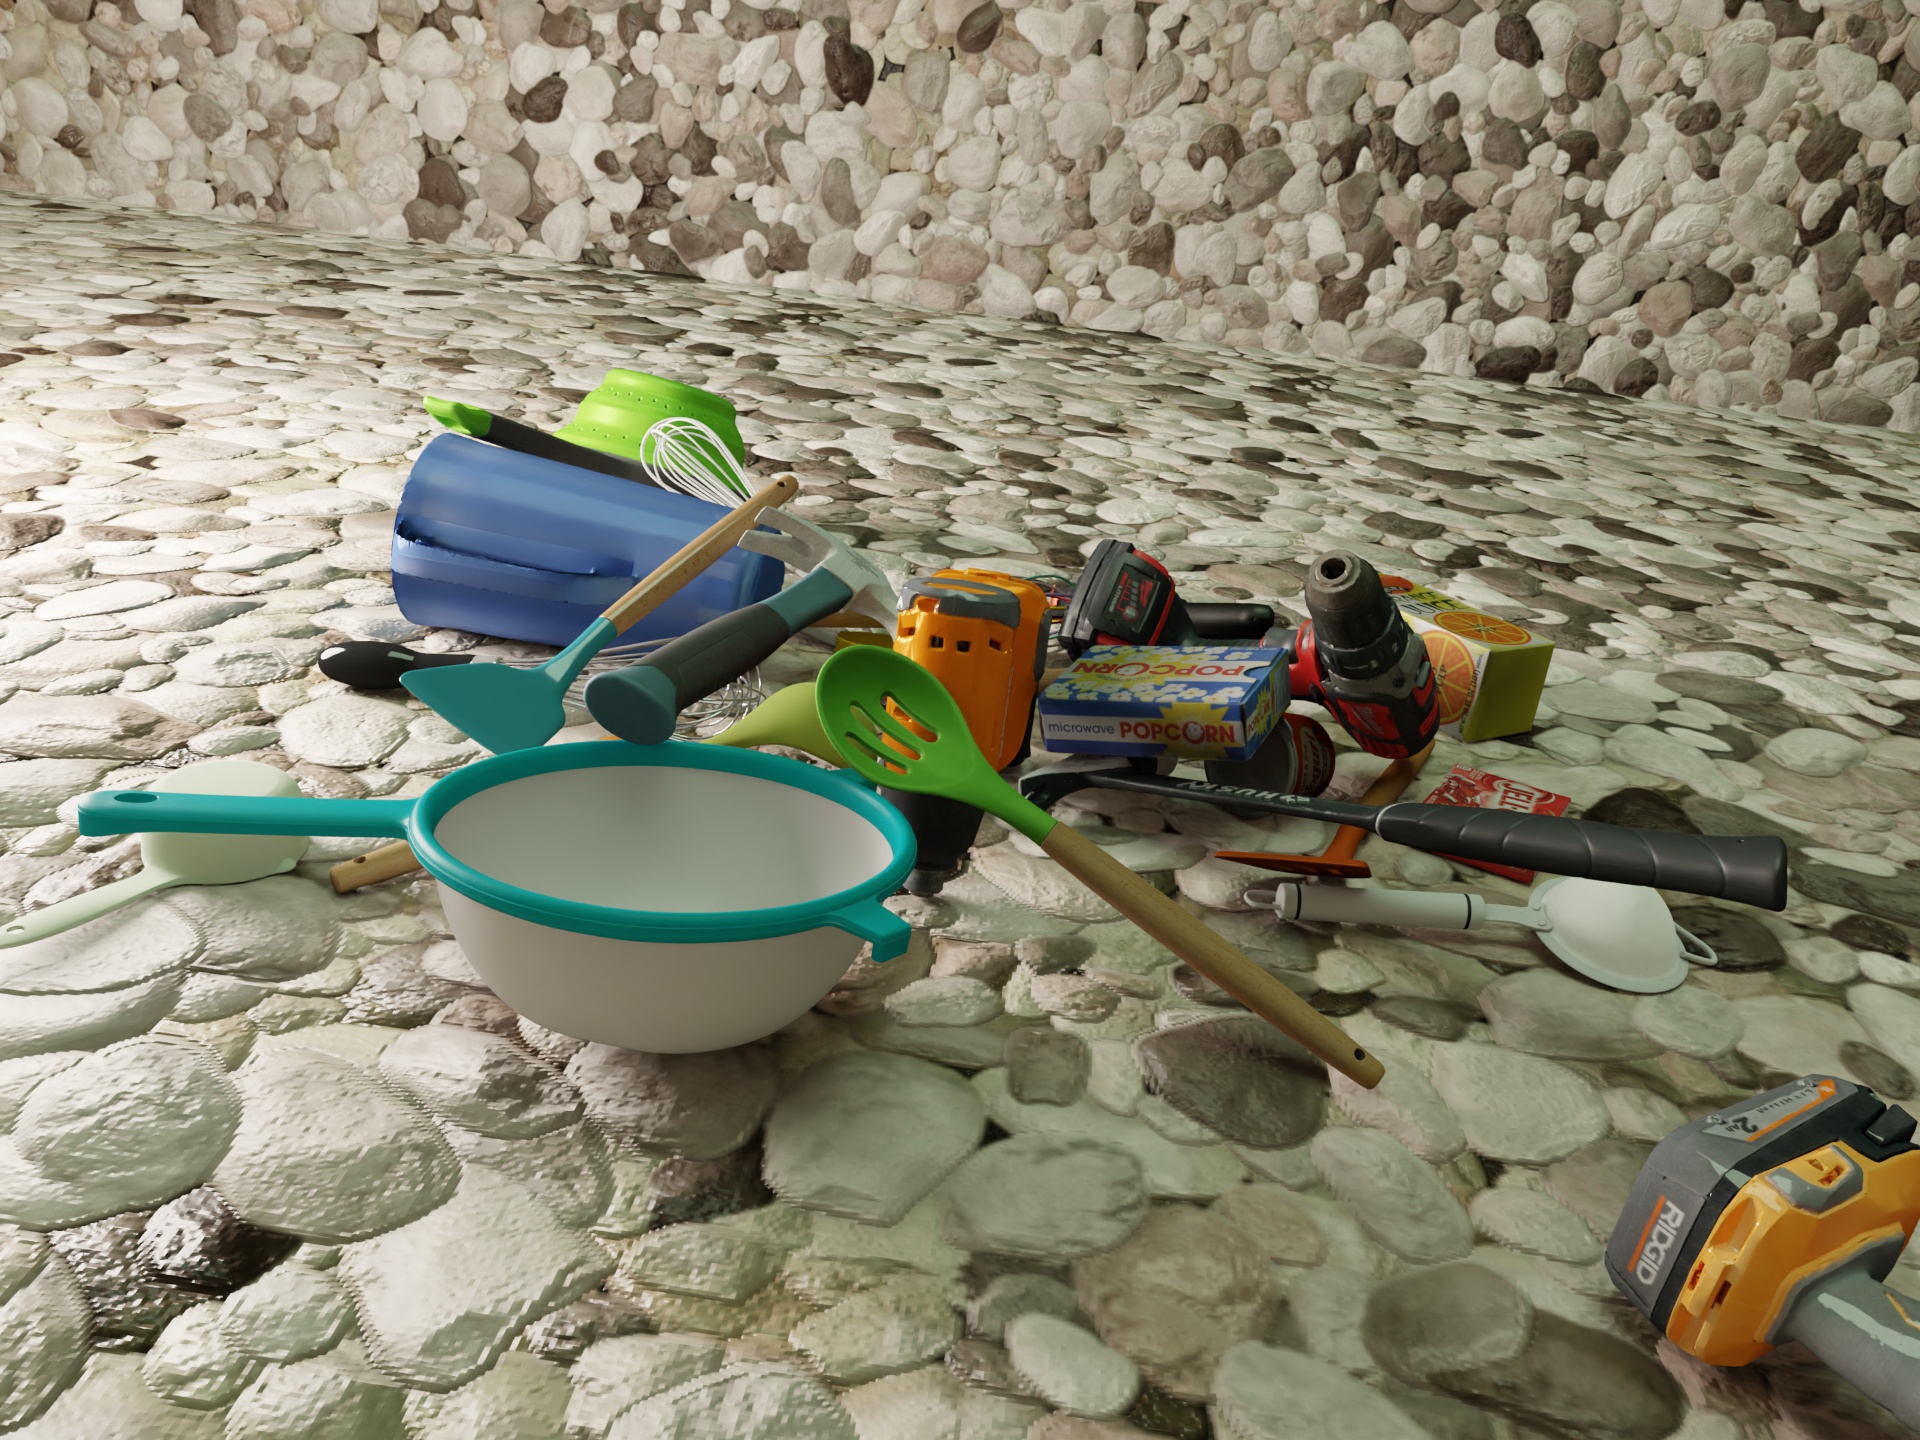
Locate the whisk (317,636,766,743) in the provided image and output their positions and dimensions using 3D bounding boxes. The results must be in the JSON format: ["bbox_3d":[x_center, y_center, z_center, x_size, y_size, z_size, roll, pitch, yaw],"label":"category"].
[{"bbox_3d":[-0.258,-0.026,0.975,0.284,0.070,0.070,4,22,7],"label":"whisk"}]

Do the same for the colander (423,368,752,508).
[{"bbox_3d":[-0.276,-0.236,1.246,0.204,0.094,0.397,16,3,18],"label":"colander"}]

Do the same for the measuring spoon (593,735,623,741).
[{"bbox_3d":[-0.230,0.026,0.906,0.021,0.011,0.117,16,24,21],"label":"measuring spoon"}]

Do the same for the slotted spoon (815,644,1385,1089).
[{"bbox_3d":[0.060,0.069,0.732,0.314,0.031,0.070,36,53,10],"label":"slotted spoon"}]

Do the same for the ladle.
[{"bbox_3d":[-0.178,0.043,0.859,0.320,0.062,0.078,-20,36,-36],"label":"ladle"}]

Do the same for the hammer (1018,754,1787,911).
[{"bbox_3d":[0.207,0.049,0.816,0.409,0.036,0.149,7,16,44],"label":"hammer"}]

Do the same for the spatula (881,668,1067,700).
[{"bbox_3d":[0.067,-0.029,1.119,0.315,0.018,0.060,-4,24,-28],"label":"spatula"}]

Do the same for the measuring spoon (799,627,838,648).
[{"bbox_3d":[-0.129,-0.067,1.166,0.124,0.018,0.034,22,26,18],"label":"measuring spoon"}]

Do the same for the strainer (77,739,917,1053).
[{"bbox_3d":[-0.191,0.080,0.677,0.340,0.095,0.211,3,17,-8],"label":"strainer"}]

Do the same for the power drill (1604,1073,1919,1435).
[{"bbox_3d":[0.364,0.218,0.534,0.185,0.084,0.226,-7,30,-32],"label":"power drill"}]

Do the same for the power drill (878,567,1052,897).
[{"bbox_3d":[-0.001,-0.003,0.889,0.084,0.164,0.226,9,10,4],"label":"power drill"}]

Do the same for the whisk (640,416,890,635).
[{"bbox_3d":[-0.140,-0.139,1.178,0.246,0.057,0.059,41,73,8],"label":"whisk"}]

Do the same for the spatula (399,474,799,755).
[{"bbox_3d":[-0.191,-0.075,0.949,0.082,0.044,0.317,35,49,9],"label":"spatula"}]

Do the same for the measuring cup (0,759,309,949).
[{"bbox_3d":[-0.380,0.059,0.744,0.083,0.038,0.167,15,22,19],"label":"measuring cup"}]

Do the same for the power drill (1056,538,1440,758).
[{"bbox_3d":[0.178,-0.054,0.994,0.227,0.080,0.187,12,-22,33],"label":"power drill"}]

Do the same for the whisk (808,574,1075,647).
[{"bbox_3d":[-0.014,-0.077,1.119,0.245,0.051,0.047,-1,21,-26],"label":"whisk"}]

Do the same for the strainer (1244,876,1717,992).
[{"bbox_3d":[0.280,0.102,0.843,0.258,0.050,0.087,3,36,0],"label":"strainer"}]

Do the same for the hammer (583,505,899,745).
[{"bbox_3d":[-0.111,-0.050,0.886,0.128,0.033,0.331,41,23,2],"label":"hammer"}]

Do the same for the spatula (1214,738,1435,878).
[{"bbox_3d":[0.243,0.048,0.954,0.081,0.041,0.322,2,16,29],"label":"spatula"}]

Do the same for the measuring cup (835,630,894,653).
[{"bbox_3d":[-0.034,-0.046,1.134,0.062,0.029,0.156,15,12,28],"label":"measuring cup"}]
